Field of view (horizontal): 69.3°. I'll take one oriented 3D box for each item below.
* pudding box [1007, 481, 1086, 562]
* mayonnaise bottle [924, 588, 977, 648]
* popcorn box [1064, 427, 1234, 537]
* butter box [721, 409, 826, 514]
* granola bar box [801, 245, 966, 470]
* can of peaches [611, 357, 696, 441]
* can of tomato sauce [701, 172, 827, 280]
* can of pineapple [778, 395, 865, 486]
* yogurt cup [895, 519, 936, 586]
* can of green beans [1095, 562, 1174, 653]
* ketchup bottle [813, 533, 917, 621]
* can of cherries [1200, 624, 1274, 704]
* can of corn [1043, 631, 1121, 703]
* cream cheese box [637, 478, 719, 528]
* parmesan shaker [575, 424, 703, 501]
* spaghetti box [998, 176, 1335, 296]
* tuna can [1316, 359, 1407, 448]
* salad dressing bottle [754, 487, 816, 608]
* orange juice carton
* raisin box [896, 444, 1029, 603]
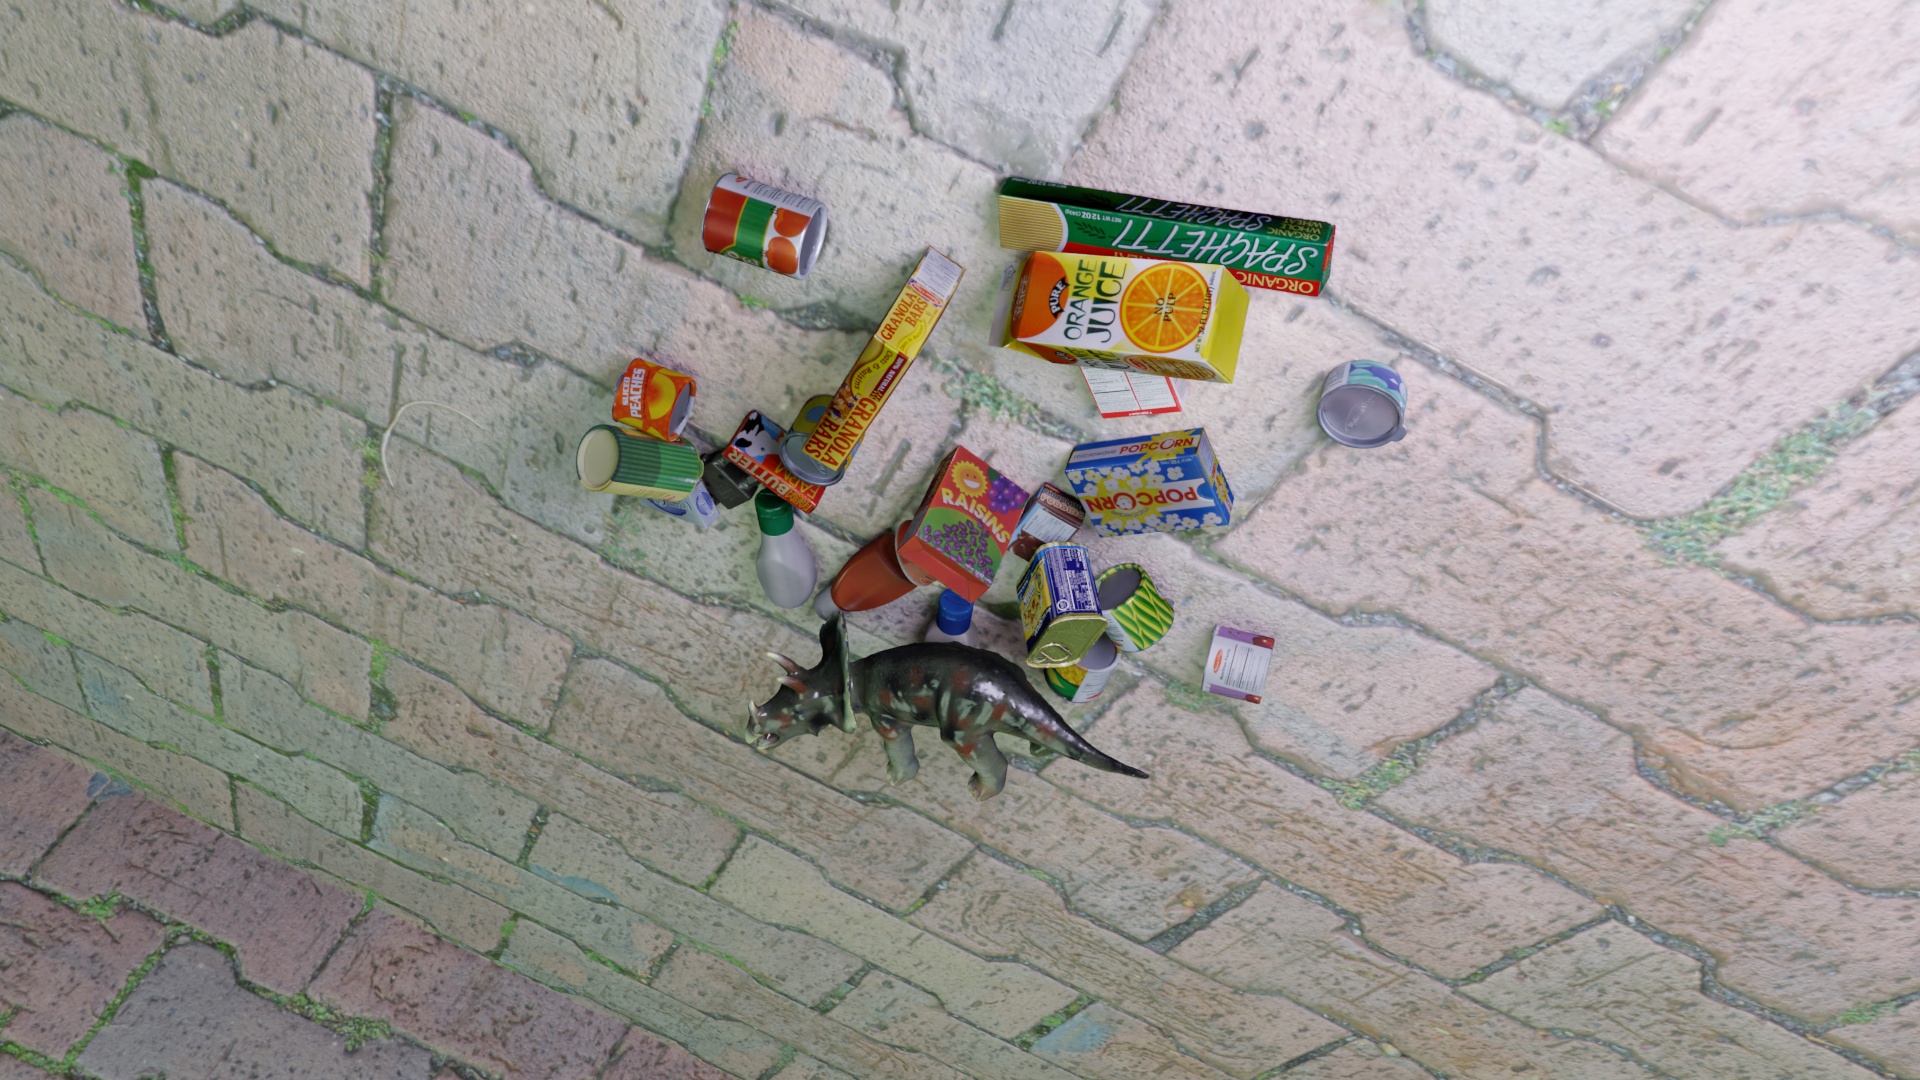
[{"bbox_3d":[0.078,-0.013,1.307,0.049,0.030,0.083,29,141,-7],"label":"pudding box"},{"bbox_3d":[-0.011,0.109,1.479,0.065,0.041,0.147,17,139,7],"label":"mayonnaise bottle"},{"bbox_3d":[0.165,-0.049,1.217,0.126,0.038,0.085,-6,131,32],"label":"popcorn box"},{"bbox_3d":[-0.175,-0.076,1.346,0.103,0.053,0.024,36,141,-14],"label":"butter box"},{"bbox_3d":[-0.064,-0.148,1.154,0.039,0.125,0.164,32,140,-8],"label":"granola bar box"},{"bbox_3d":[-0.293,-0.134,1.327,0.058,0.071,0.070,21,140,3],"label":"can of peaches"},{"bbox_3d":[-0.159,-0.253,1.130,0.083,0.071,0.070,19,140,6],"label":"can of tomato sauce"},{"bbox_3d":[-0.127,-0.093,1.298,0.071,0.058,0.070,14,140,12],"label":"can of pineapple"},{"bbox_3d":[-0.024,0.006,1.354,0.054,0.073,0.072,-18,125,29],"label":"yogurt cup"},{"bbox_3d":[0.161,0.063,1.321,0.071,0.071,0.057,-14,126,37],"label":"can of green beans"},{"bbox_3d":[-0.101,0.045,1.450,0.064,0.044,0.148,40,138,-17],"label":"ketchup bottle"},{"bbox_3d":[0.266,0.118,1.332,0.058,0.072,0.071,12,139,13],"label":"can of cherries"},{"bbox_3d":[0.122,0.120,1.405,0.071,0.071,0.058,23,140,2],"label":"can of corn"},{"bbox_3d":[-0.300,-0.050,1.442,0.104,0.024,0.053,17,145,34],"label":"cream cheese box"},{"bbox_3d":[-0.312,-0.076,1.356,0.071,0.071,0.103,-8,171,33],"label":"parmesan shaker"},{"bbox_3d":[0.150,-0.227,1.034,0.250,0.029,0.050,12,140,15],"label":"spaghetti box"},{"bbox_3d":[0.316,-0.105,1.082,0.071,0.033,0.070,14,140,12],"label":"tuna can"},{"bbox_3d":[-0.187,0.008,1.453,0.064,0.044,0.146,13,138,15],"label":"salad dressing bottle"},{"bbox_3d":[0.112,-0.171,1.051,0.193,0.072,0.073,11,176,27],"label":"orange juice carton"},{"bbox_3d":[0.005,-0.016,1.266,0.086,0.124,0.040,34,139,-11],"label":"raisin box"}]
